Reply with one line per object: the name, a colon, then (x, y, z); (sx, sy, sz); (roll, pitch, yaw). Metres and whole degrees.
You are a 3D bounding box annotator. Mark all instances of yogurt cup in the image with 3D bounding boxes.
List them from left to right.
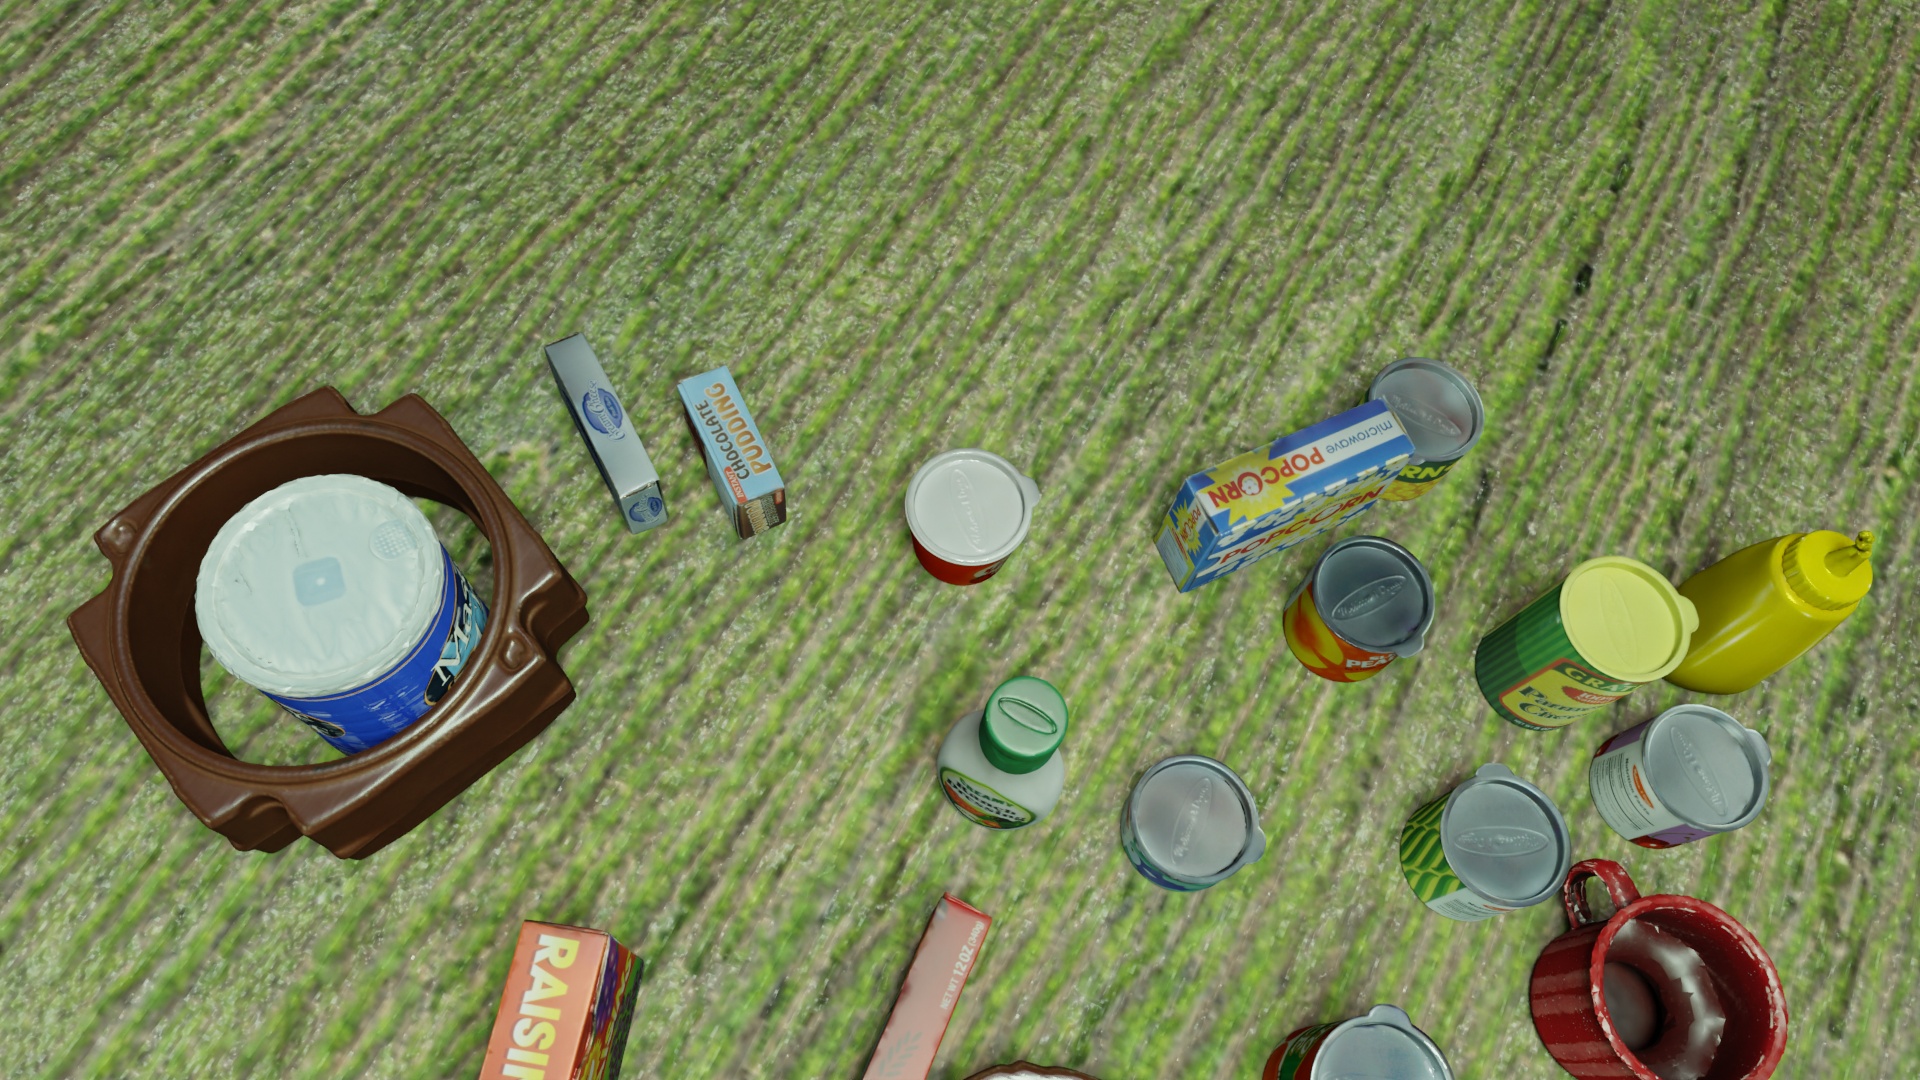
yogurt cup: (0.003, -0.010, 0.759); (0.072, 0.053, 0.072); (2, 67, -4)

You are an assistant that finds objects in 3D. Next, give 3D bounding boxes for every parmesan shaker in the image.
parmesan shaker: (0.327, 0.057, 0.733); (0.071, 0.102, 0.071); (2, 67, -4)

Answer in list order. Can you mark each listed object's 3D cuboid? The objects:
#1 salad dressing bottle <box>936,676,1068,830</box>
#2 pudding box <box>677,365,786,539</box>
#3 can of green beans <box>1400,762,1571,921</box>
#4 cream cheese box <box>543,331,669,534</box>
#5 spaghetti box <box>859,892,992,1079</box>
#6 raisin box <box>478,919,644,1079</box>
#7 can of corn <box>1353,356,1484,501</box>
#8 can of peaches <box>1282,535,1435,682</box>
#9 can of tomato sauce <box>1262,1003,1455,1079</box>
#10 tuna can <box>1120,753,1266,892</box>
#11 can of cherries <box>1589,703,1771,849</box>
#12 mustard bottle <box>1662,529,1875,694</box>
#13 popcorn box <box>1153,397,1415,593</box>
salad dressing bottle: (0.023, 0.102, 0.663); (0.064, 0.147, 0.044); (28, 68, 7)
pudding box: (-0.126, -0.049, 0.766); (0.030, 0.049, 0.084); (-23, 71, -14)
can of green beans: (0.266, 0.158, 0.710); (0.071, 0.057, 0.071); (2, 67, -4)
cream cheese box: (-0.193, -0.058, 0.762); (0.024, 0.053, 0.104); (-26, 72, -15)
spaghetti box: (-0.048, 0.284, 0.632); (0.029, 0.050, 0.251); (24, 67, 5)
raisin box: (-0.173, 0.219, 0.609); (0.040, 0.123, 0.086); (11, 67, 0)
can of corn: (0.257, -0.061, 0.801); (0.071, 0.058, 0.071); (2, 67, -4)
can of peaches: (0.216, 0.040, 0.755); (0.071, 0.057, 0.071); (2, 67, -4)
can of tomato sauce: (0.183, 0.256, 0.647); (0.071, 0.082, 0.071); (2, 67, -4)
tuna can: (0.119, 0.147, 0.715); (0.071, 0.032, 0.071); (2, 67, -4)
can of cherries: (0.380, 0.125, 0.733); (0.071, 0.058, 0.072); (2, 67, -4)
mustard bottle: (0.423, 0.032, 0.721); (0.049, 0.159, 0.065); (17, 67, 2)
popcorn box: (0.176, -0.024, 0.764); (0.127, 0.085, 0.038); (-22, 71, -14)
